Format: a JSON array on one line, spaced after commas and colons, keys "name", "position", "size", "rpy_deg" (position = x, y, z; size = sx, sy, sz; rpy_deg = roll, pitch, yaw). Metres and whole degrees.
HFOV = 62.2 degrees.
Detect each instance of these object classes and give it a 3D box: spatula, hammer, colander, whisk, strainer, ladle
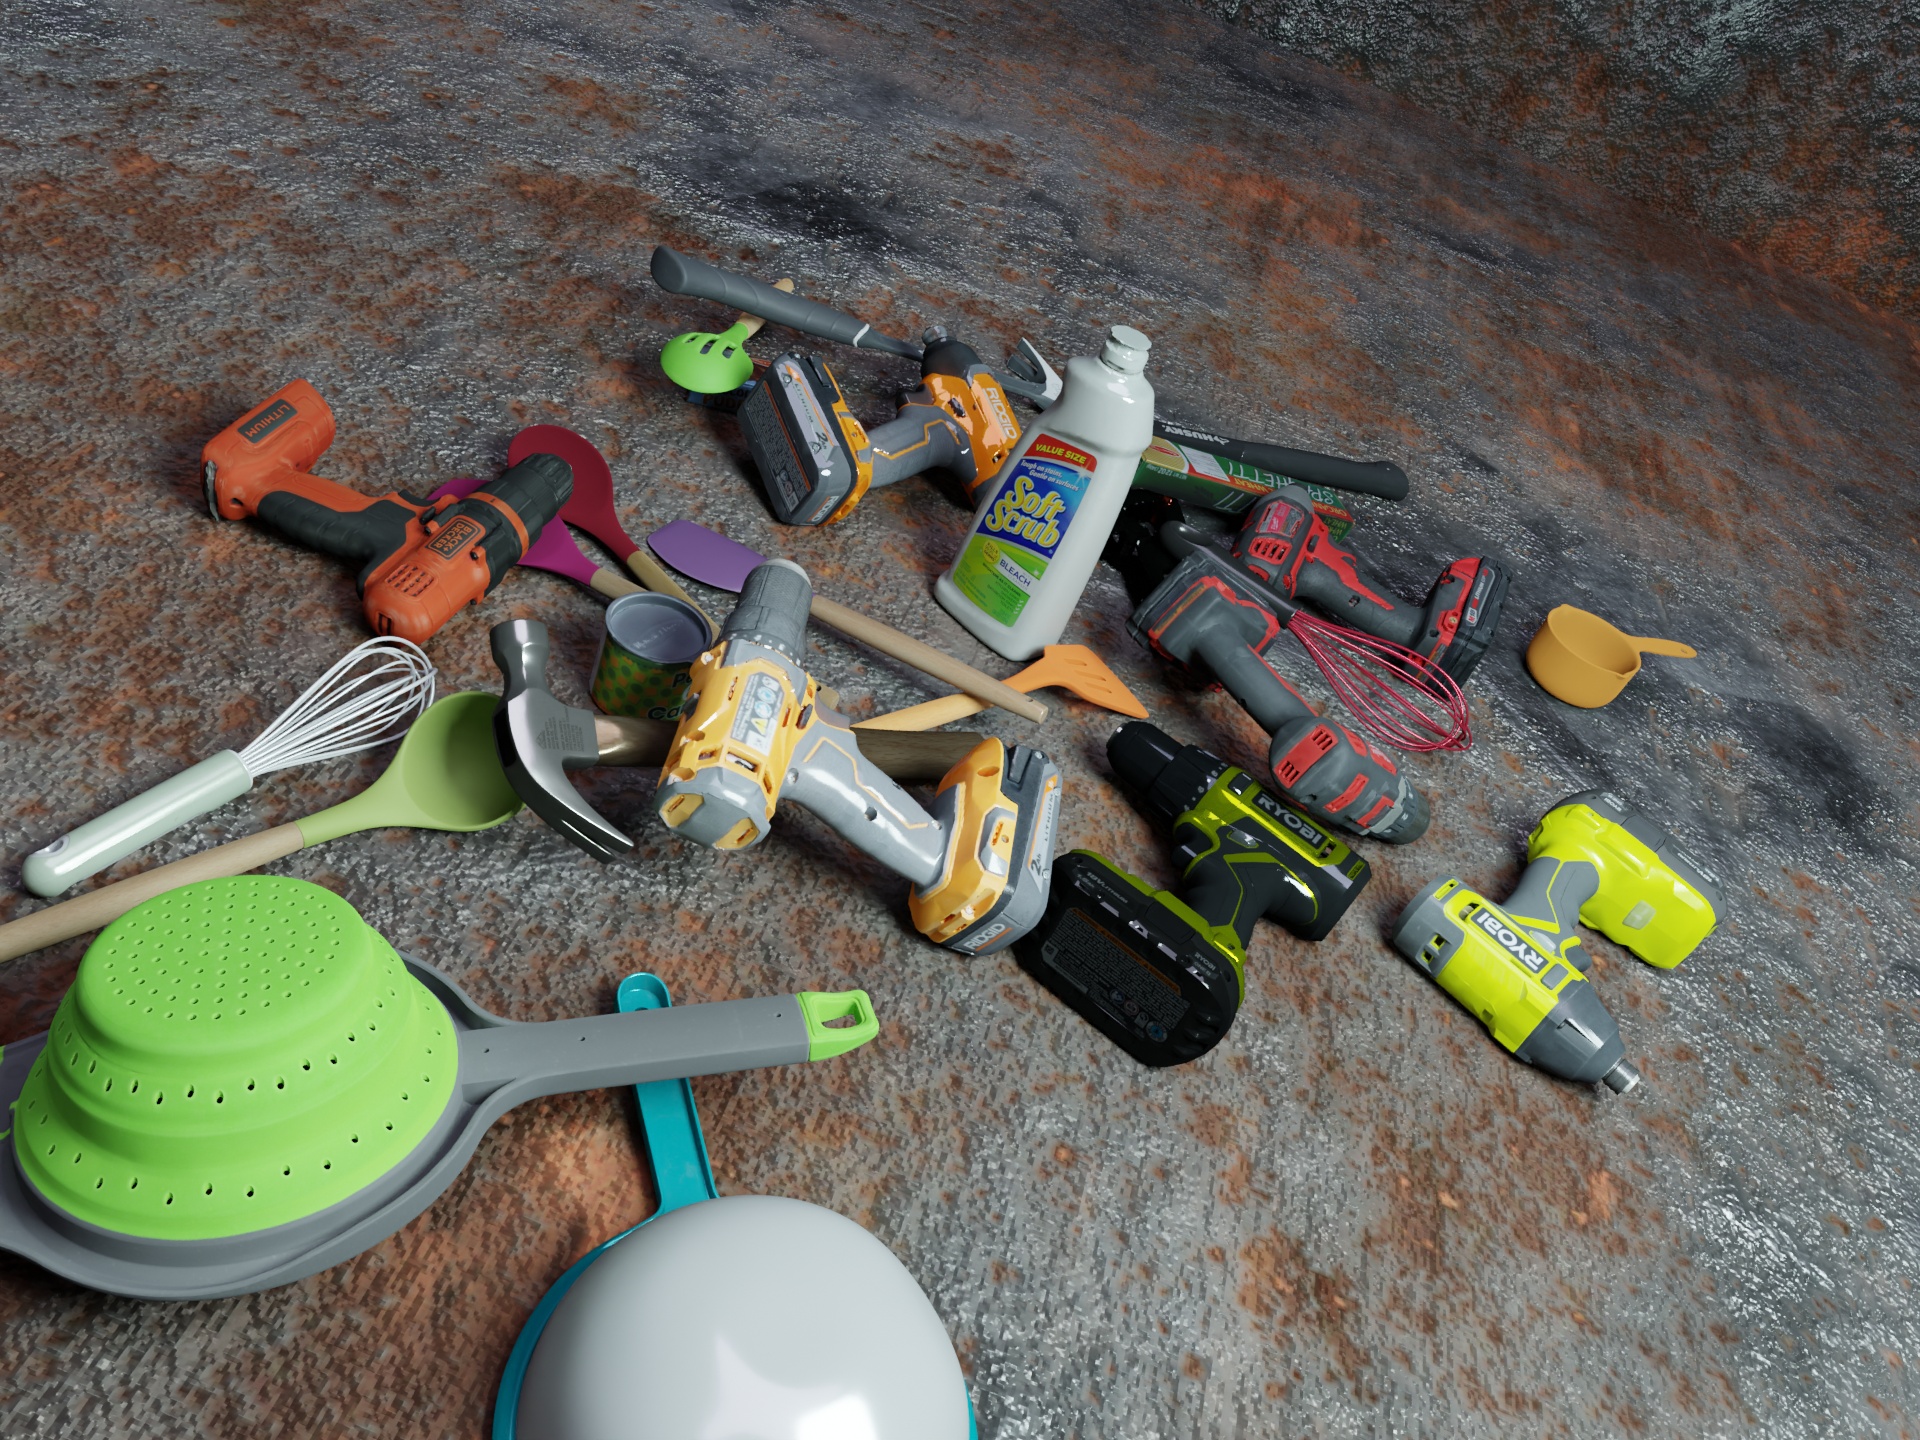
[{"name": "spatula", "position": [-0.081, -0.069, 1.091], "size": [0.316, 0.018, 0.060], "rpy_deg": [26, 38, 17]}, {"name": "hammer", "position": [-0.069, -0.326, 1.354], "size": [0.408, 0.036, 0.149], "rpy_deg": [11, 36, -32]}, {"name": "colander", "position": [-0.227, 0.126, 0.696], "size": [0.397, 0.094, 0.205], "rpy_deg": [-4, 32, -18]}, {"name": "whisk", "position": [0.277, -0.069, 1.249], "size": [0.296, 0.073, 0.073], "rpy_deg": [37, 40, 13]}, {"name": "strainer", "position": [-0.100, 0.231, 0.696], "size": [0.211, 0.095, 0.341], "rpy_deg": [0, 46, -27]}, {"name": "hammer", "position": [0.274, -0.246, 1.489], "size": [0.334, 0.035, 0.146], "rpy_deg": [7, 40, -20]}, {"name": "whisk", "position": [-0.376, 0.023, 0.842], "size": [0.058, 0.059, 0.246], "rpy_deg": [3, 29, 37]}, {"name": "ladle", "position": [-0.356, 0.062, 0.796], "size": [0.320, 0.062, 0.078], "rpy_deg": [-24, 77, -40]}, {"name": "ladle", "position": [-0.204, -0.095, 1.077], "size": [0.069, 0.031, 0.316], "rpy_deg": [-31, 64, -32]}, {"name": "hammer", "position": [-0.114, 0.019, 0.940], "size": [0.331, 0.031, 0.130], "rpy_deg": [4, 66, -39]}, {"name": "spatula", "position": [-0.002, -0.003, 1.079], "size": [0.322, 0.041, 0.081], "rpy_deg": [-17, 54, -35]}]

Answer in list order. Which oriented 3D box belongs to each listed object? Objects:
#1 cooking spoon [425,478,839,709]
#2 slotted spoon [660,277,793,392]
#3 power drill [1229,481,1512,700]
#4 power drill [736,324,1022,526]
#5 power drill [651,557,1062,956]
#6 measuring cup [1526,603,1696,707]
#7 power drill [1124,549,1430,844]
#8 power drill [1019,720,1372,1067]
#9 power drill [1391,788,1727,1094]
[{"name": "cooking spoon", "position": [-0.218, -0.082, 1.044], "size": [0.319, 0.017, 0.069], "rpy_deg": [27, 53, 12]}, {"name": "slotted spoon", "position": [-0.180, -0.332, 1.327], "size": [0.070, 0.031, 0.314], "rpy_deg": [19, 28, -2]}, {"name": "power drill", "position": [0.336, -0.119, 1.329], "size": [0.220, 0.078, 0.143], "rpy_deg": [25, 50, 7]}, {"name": "power drill", "position": [-0.055, -0.236, 1.244], "size": [0.226, 0.084, 0.164], "rpy_deg": [-12, 72, -38]}, {"name": "power drill", "position": [-0.053, 0.018, 0.917], "size": [0.226, 0.084, 0.185], "rpy_deg": [27, 49, -21]}, {"name": "measuring cup", "position": [0.575, -0.050, 1.403], "size": [0.173, 0.052, 0.095], "rpy_deg": [3, 43, -27]}, {"name": "power drill", "position": [0.236, -0.005, 1.130], "size": [0.187, 0.080, 0.227], "rpy_deg": [25, 23, -49]}, {"name": "power drill", "position": [0.135, 0.095, 0.992], "size": [0.191, 0.080, 0.228], "rpy_deg": [37, 37, 15]}, {"name": "power drill", "position": [0.417, 0.147, 1.077], "size": [0.223, 0.080, 0.171], "rpy_deg": [-26, 59, -40]}]
